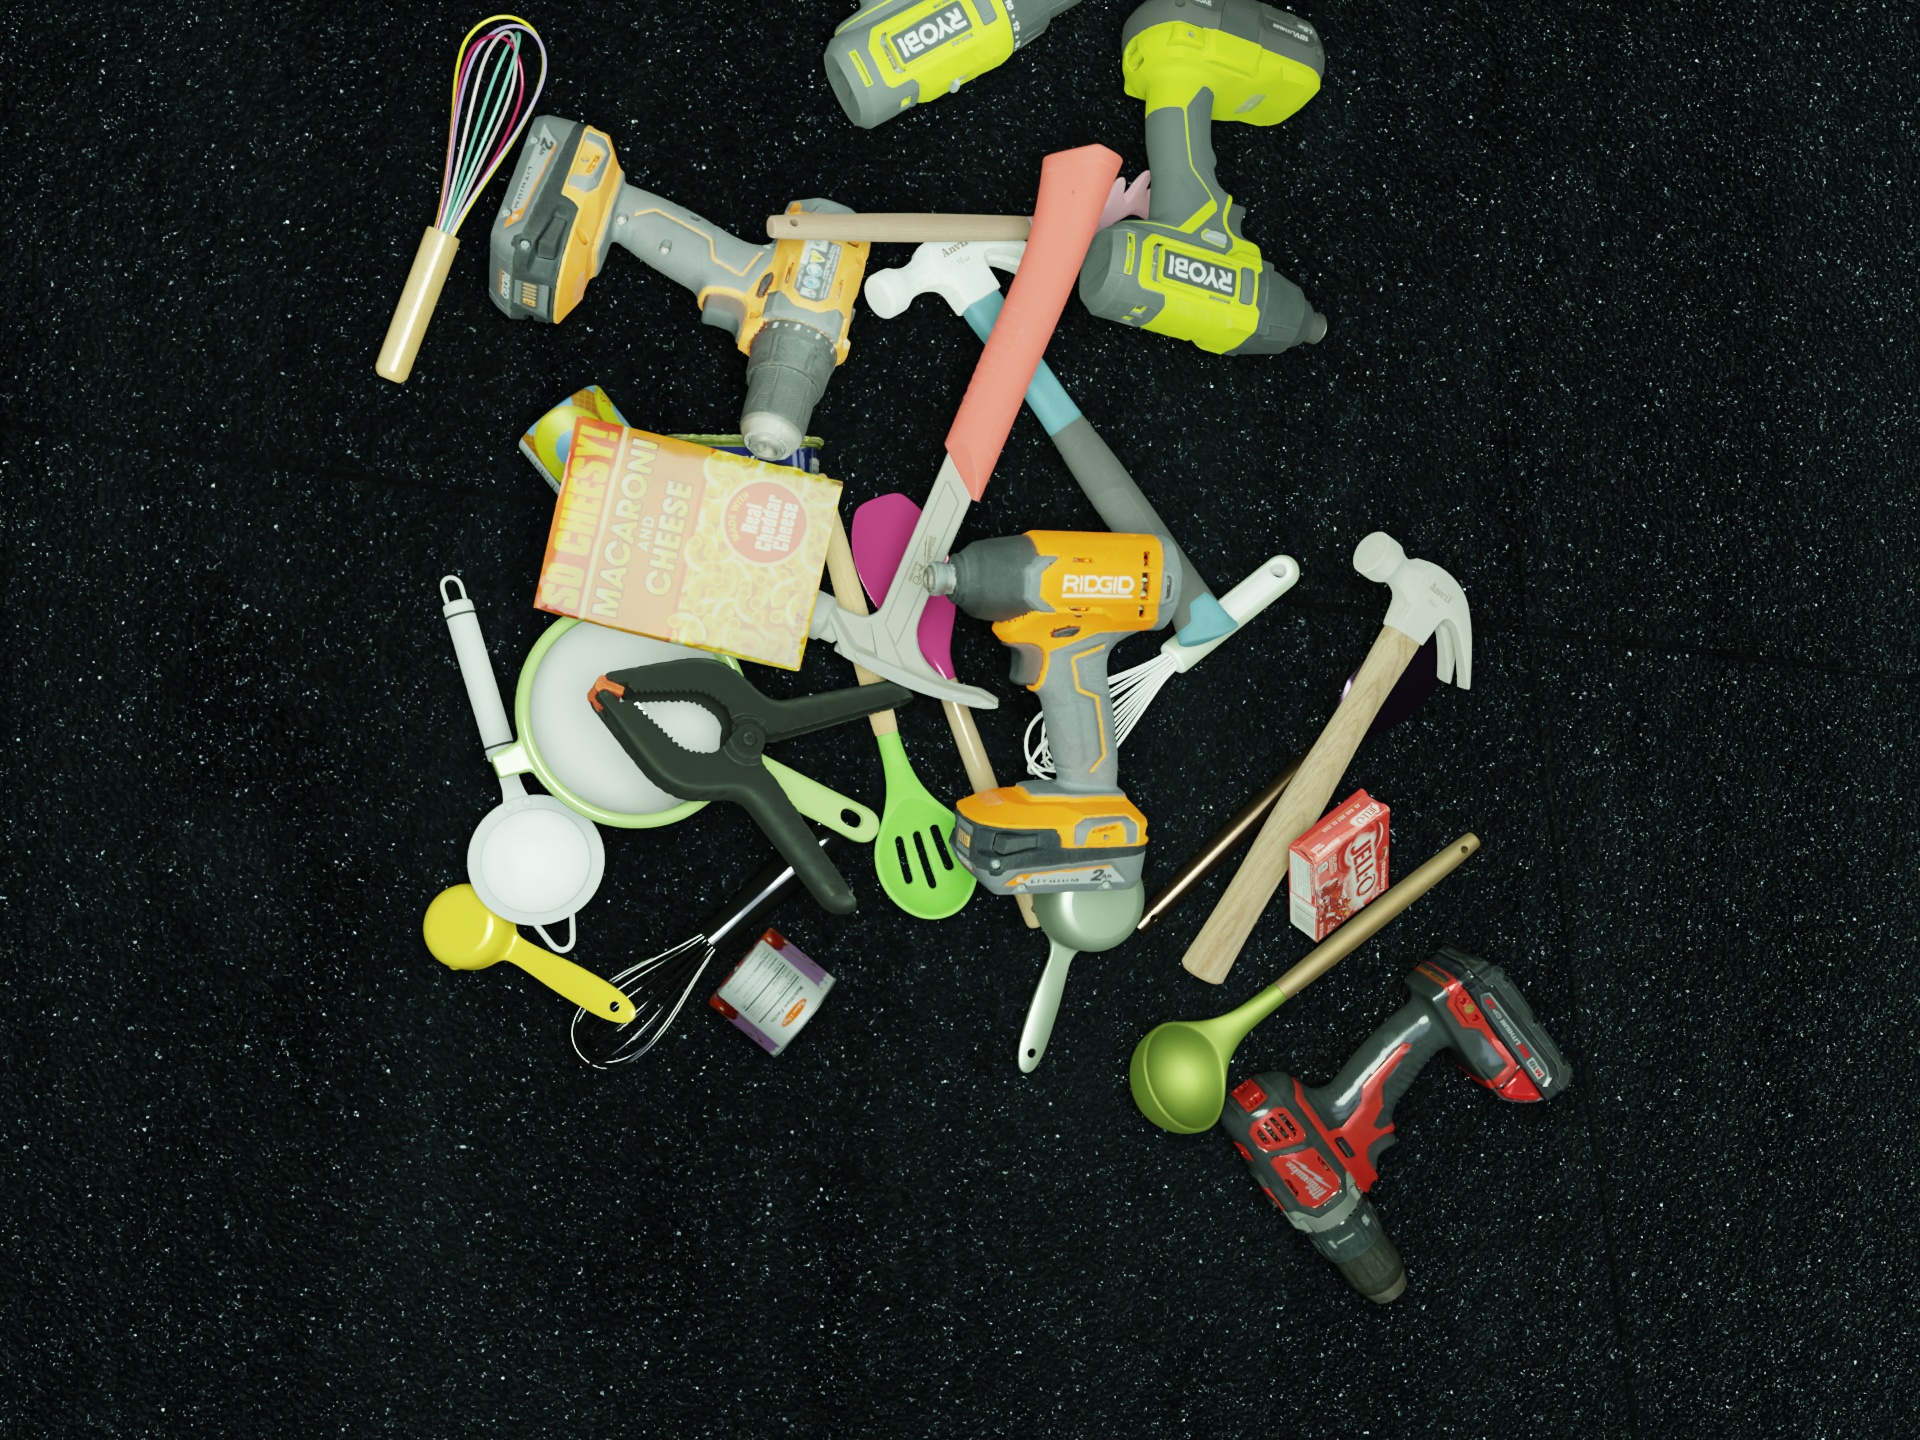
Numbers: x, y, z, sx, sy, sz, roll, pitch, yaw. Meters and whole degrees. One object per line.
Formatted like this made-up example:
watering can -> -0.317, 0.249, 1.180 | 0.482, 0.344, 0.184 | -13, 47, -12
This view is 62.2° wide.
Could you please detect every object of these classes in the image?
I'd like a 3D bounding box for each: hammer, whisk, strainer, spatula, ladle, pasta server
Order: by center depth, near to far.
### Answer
hammer -> 0.024, -0.190, 1.021 | 0.149, 0.037, 0.359 | 24, 102, -4
whisk -> -0.329, -0.337, 1.026 | 0.047, 0.051, 0.245 | 19, 95, -44
pasta server -> 0.023, -0.326, 1.040 | 0.316, 0.040, 0.060 | -10, 83, -29
strainer -> -0.299, 0.028, 1.048 | 0.087, 0.050, 0.258 | -16, 89, -22
strainer -> -0.174, 0.022, 1.057 | 0.256, 0.069, 0.151 | 28, 70, -19
whisk -> -0.167, 0.148, 1.071 | 0.239, 0.055, 0.055 | -42, 98, -9
hammer -> 0.078, -0.187, 1.073 | 0.128, 0.033, 0.331 | -37, 94, -26
whisk -> 0.143, -0.039, 1.114 | 0.246, 0.059, 0.058 | -38, 70, -10
hammer -> 0.255, 0.040, 1.123 | 0.130, 0.031, 0.331 | 27, 95, -30
ladle -> 0.253, 0.179, 1.135 | 0.320, 0.062, 0.078 | -36, 92, -9
spatula -> 0.240, 0.042, 1.145 | 0.316, 0.018, 0.059 | -43, 108, -6

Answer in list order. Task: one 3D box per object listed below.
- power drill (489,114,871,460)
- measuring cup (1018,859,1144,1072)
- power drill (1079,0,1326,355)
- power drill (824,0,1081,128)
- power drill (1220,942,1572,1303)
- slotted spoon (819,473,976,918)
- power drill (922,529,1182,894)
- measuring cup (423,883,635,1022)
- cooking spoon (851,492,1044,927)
power drill -> -0.179, -0.270, 1.010 | 0.226, 0.084, 0.185 | 16, 65, -11
measuring cup -> 0.077, 0.165, 1.100 | 0.083, 0.038, 0.167 | 23, 80, -22
power drill -> 0.173, -0.358, 1.060 | 0.171, 0.080, 0.223 | 10, 79, -21
power drill -> -0.035, -0.533, 1.048 | 0.190, 0.080, 0.228 | -30, 99, -6
power drill -> 0.321, 0.290, 1.142 | 0.226, 0.080, 0.188 | -36, 97, -3
slotted spoon -> -0.055, -0.017, 1.092 | 0.070, 0.031, 0.314 | -16, 93, -8
power drill -> 0.050, -0.008, 1.013 | 0.164, 0.084, 0.226 | 0, 102, -20
measuring cup -> -0.281, 0.156, 1.035 | 0.156, 0.029, 0.062 | 26, 83, 12
cooking spoon -> -0.002, -0.004, 1.103 | 0.069, 0.017, 0.319 | -23, 96, -25
